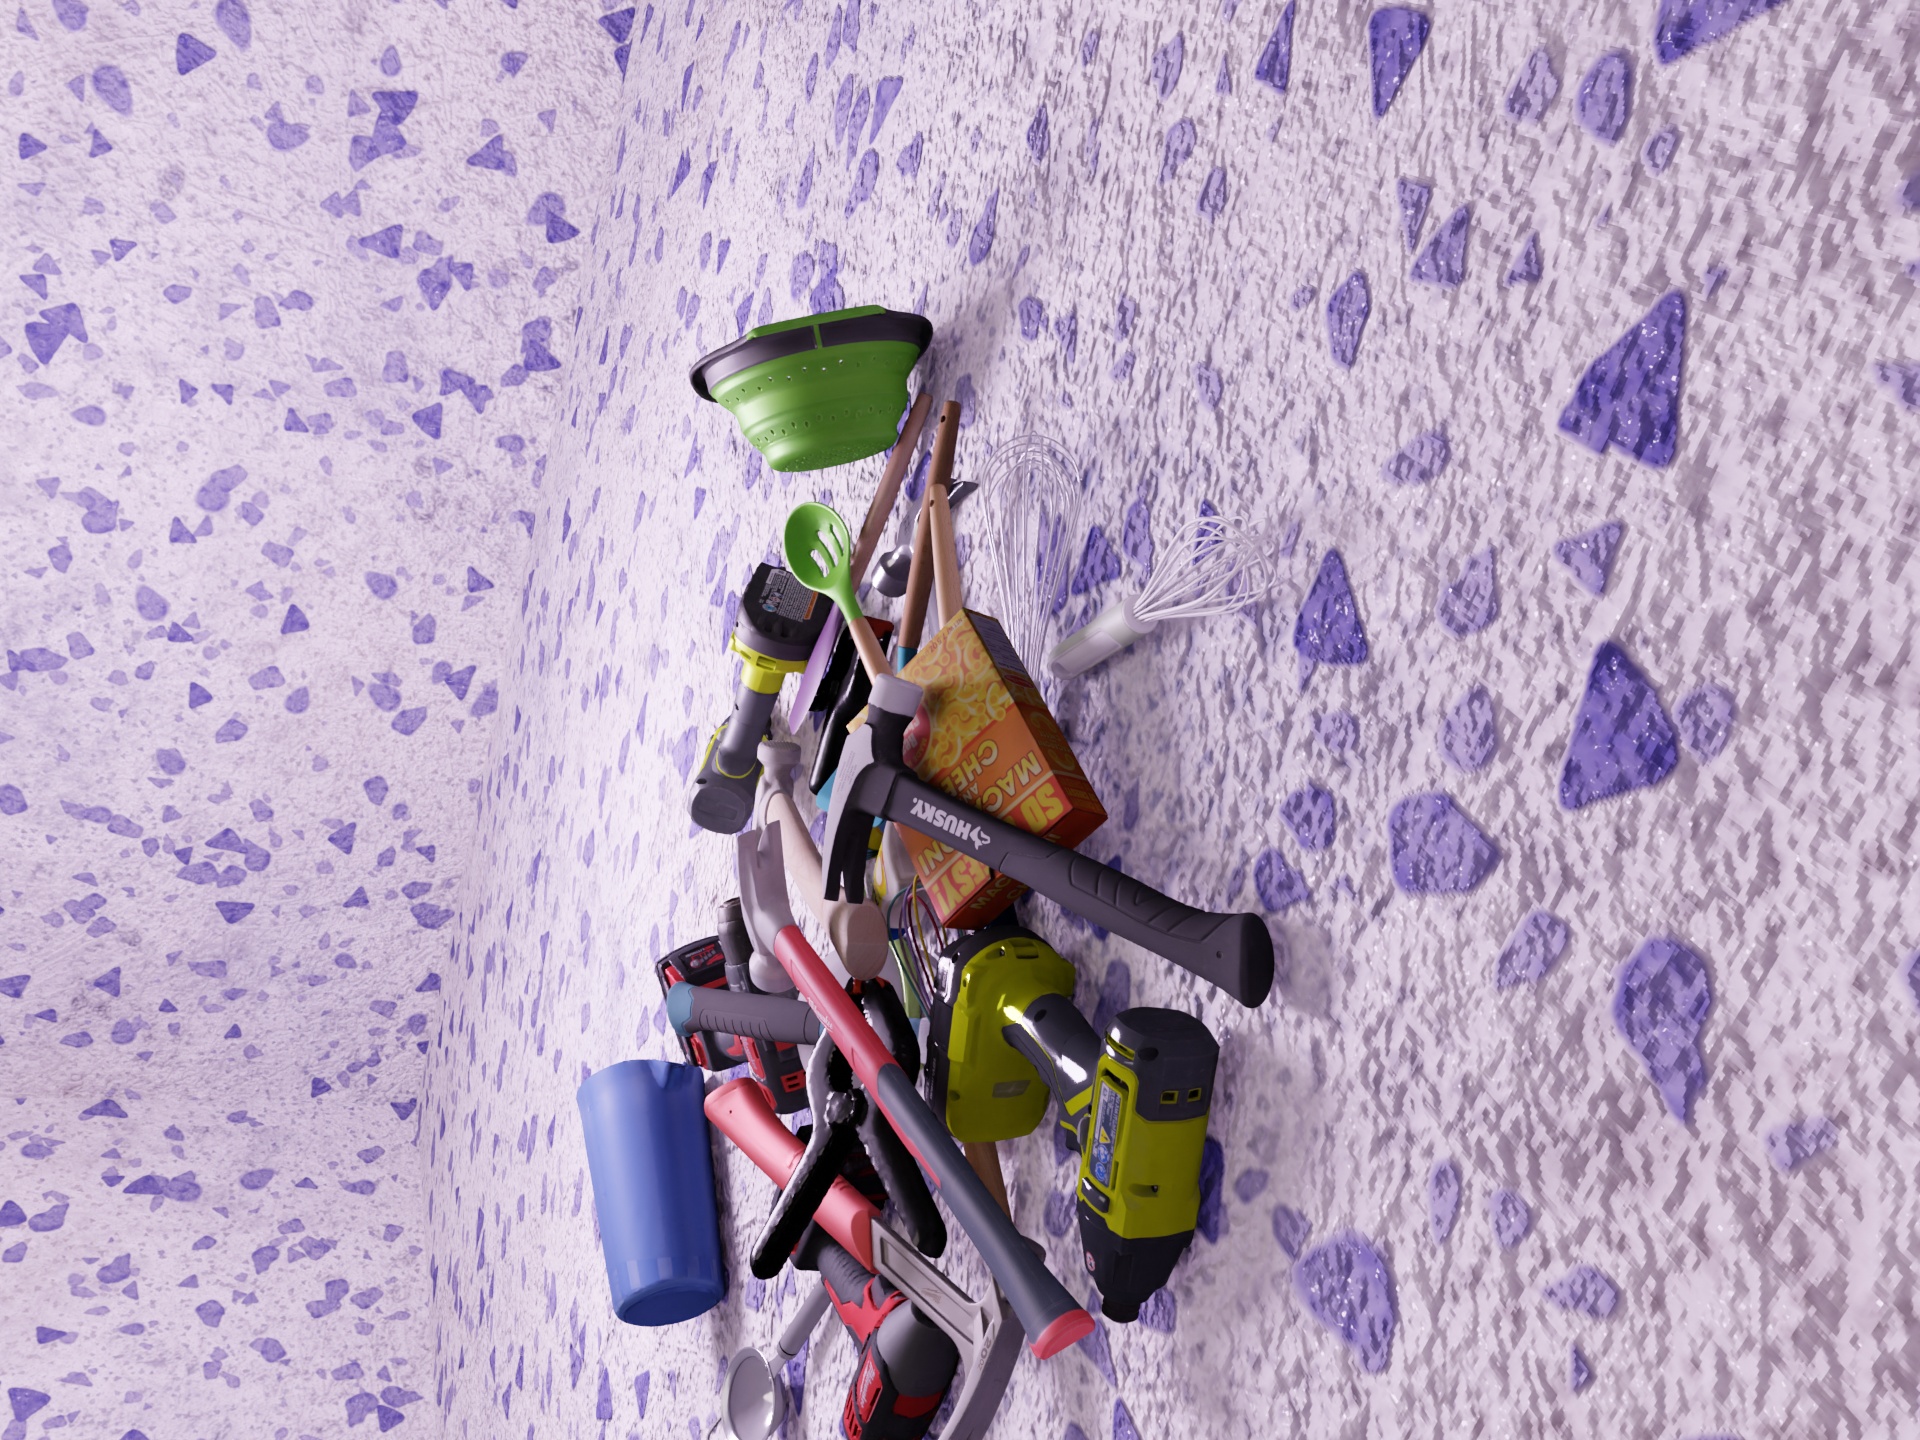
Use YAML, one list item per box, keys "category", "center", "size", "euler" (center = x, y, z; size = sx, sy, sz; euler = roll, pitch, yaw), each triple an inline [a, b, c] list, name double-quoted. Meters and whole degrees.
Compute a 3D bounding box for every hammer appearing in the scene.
- category: "hammer"
  center: [-0.110, 0.230, 1.197]
  size: [0.331, 0.033, 0.128]
  euler: [-2, 76, 41]
- category: "hammer"
  center: [-0.041, 0.220, 0.977]
  size: [0.387, 0.038, 0.143]
  euler: [46, 147, 42]
- category: "hammer"
  center: [-0.119, 0.128, 1.252]
  size: [0.411, 0.038, 0.146]
  euler: [-144, 59, -71]
- category: "hammer"
  center: [-0.082, 0.350, 1.098]
  size: [0.359, 0.036, 0.149]
  euler: [22, 90, 50]
- category: "hammer"
  center: [-0.002, -0.004, 1.167]
  size: [0.144, 0.035, 0.406]
  euler: [125, 144, -45]
- category: "hammer"
  center: [0.040, 0.086, 0.918]
  size: [0.335, 0.035, 0.146]
  euler: [23, 95, 43]

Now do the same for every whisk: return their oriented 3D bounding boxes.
- category: "whisk"
  center: [0.109, -0.064, 0.934]
  size: [0.059, 0.057, 0.246]
  euler: [-55, 9, -24]
- category: "whisk"
  center: [0.044, -0.051, 1.065]
  size: [0.070, 0.070, 0.284]
  euler: [-174, 86, -65]
- category: "whisk"
  center: [-0.004, 0.221, 1.057]
  size: [0.047, 0.051, 0.245]
  euler: [125, 134, -72]

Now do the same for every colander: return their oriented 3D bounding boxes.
- category: "colander"
  center: [-0.124, -0.260, 1.391]
  size: [0.397, 0.204, 0.094]
  euler: [176, 81, -83]

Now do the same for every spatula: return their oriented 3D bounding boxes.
- category: "spatula"
  center: [-0.088, -0.131, 1.360]
  size: [0.316, 0.018, 0.060]
  euler: [-67, 19, 14]
- category: "spatula"
  center: [-0.041, -0.081, 1.176]
  size: [0.082, 0.044, 0.317]
  euler: [15, 96, 48]

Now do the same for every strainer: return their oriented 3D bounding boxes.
- category: "strainer"
  center: [-0.099, 0.193, 1.283]
  size: [0.151, 0.069, 0.257]
  euler: [-53, 40, 48]
- category: "strainer"
  center: [-0.145, 0.530, 1.329]
  size: [0.258, 0.050, 0.087]
  euler: [-61, 38, 29]

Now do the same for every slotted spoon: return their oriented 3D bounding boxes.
- category: "slotted spoon"
  center: [-0.076, -0.059, 1.295]
  size: [0.070, 0.031, 0.314]
  euler: [-45, 53, 28]

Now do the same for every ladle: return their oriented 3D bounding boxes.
- category: "ladle"
  center: [-0.003, -0.021, 1.092]
  size: [0.069, 0.031, 0.316]
  euler: [-29, 60, 48]

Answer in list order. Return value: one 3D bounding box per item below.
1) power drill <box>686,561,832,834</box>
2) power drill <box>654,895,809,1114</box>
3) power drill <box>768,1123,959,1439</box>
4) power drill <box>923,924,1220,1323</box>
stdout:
- category: "power drill"
  center: [-0.191, -0.028, 1.507]
  size: [0.191, 0.080, 0.228]
  euler: [-82, 13, -61]
- category: "power drill"
  center: [-0.200, 0.242, 1.419]
  size: [0.227, 0.080, 0.188]
  euler: [-3, 105, 63]
- category: "power drill"
  center: [-0.064, 0.400, 1.150]
  size: [0.220, 0.078, 0.143]
  euler: [57, 134, 51]
- category: "power drill"
  center: [0.060, 0.224, 0.926]
  size: [0.223, 0.080, 0.171]
  euler: [27, 113, 61]
